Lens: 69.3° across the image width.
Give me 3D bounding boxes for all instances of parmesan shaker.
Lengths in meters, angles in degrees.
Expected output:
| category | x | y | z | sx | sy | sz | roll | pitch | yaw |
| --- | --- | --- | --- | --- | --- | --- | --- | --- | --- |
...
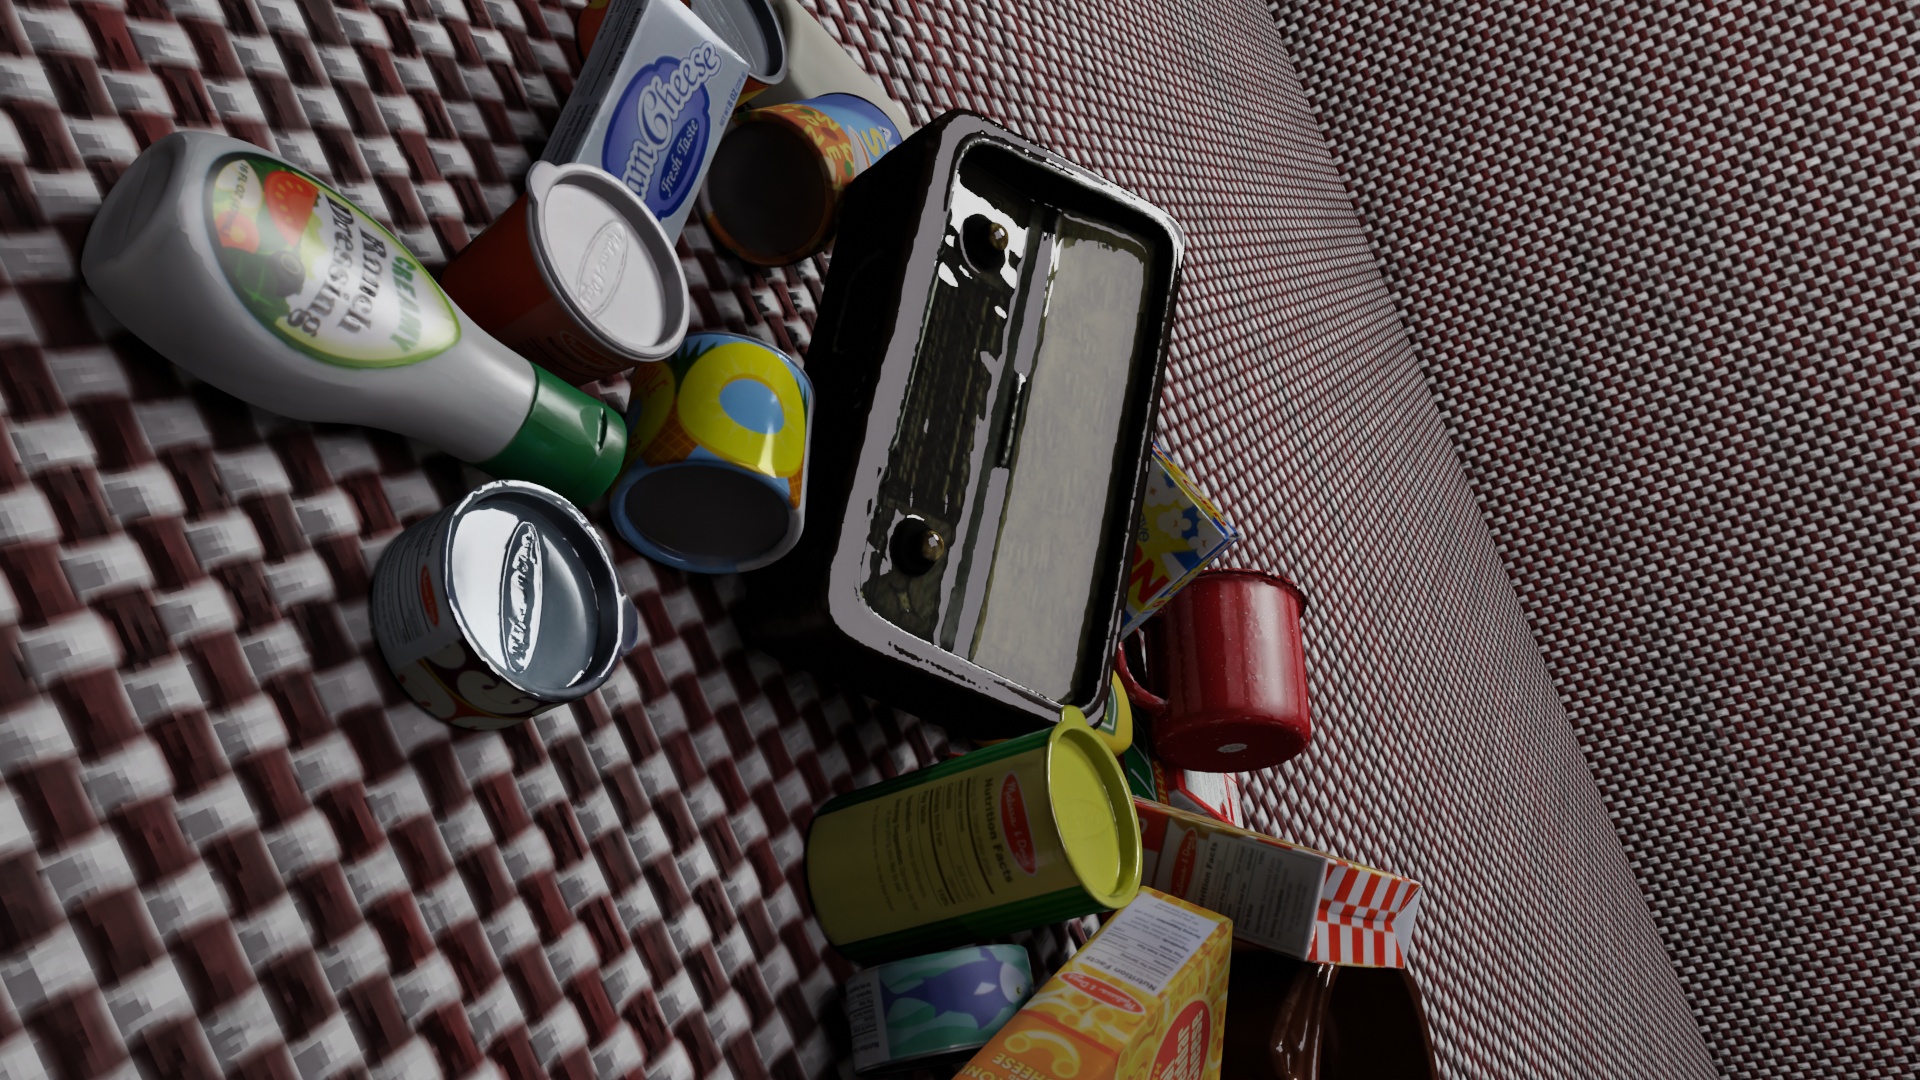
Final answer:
| category | x | y | z | sx | sy | sz | roll | pitch | yaw |
| --- | --- | --- | --- | --- | --- | --- | --- | --- | --- |
| parmesan shaker | 0.004 | 0.108 | 0.501 | 0.071 | 0.103 | 0.071 | 42 | 37 | -42 |

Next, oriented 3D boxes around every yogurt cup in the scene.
| category | x | y | z | sx | sy | sz | roll | pitch | yaw |
| --- | --- | --- | --- | --- | --- | --- | --- | --- | --- |
| yogurt cup | -0.130 | -0.080 | 0.452 | 0.072 | 0.054 | 0.073 | 42 | 36 | -41 |

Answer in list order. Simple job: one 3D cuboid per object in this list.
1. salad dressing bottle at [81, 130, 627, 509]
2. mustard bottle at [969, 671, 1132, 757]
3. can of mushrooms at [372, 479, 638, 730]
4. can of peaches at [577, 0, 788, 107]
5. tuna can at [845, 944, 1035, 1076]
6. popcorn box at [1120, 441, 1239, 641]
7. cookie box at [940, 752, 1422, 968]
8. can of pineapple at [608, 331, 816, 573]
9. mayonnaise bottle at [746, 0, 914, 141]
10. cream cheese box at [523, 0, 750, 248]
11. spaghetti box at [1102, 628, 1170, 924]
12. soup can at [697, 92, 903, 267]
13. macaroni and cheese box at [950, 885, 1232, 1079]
| category | x | y | z | sx | sy | sz | roll | pitch | yaw |
| --- | --- | --- | --- | --- | --- | --- | --- | --- | --- |
| salad dressing bottle | -0.159 | -0.053 | 0.389 | 0.147 | 0.044 | 0.064 | 34 | 43 | -48 |
| mustard bottle | 0.024 | 0.067 | 0.628 | 0.160 | 0.048 | 0.065 | 25 | 42 | -54 |
| can of mushrooms | -0.130 | 0.020 | 0.400 | 0.071 | 0.033 | 0.071 | 42 | 35 | -40 |
| can of peaches | -0.115 | -0.205 | 0.572 | 0.071 | 0.058 | 0.071 | 42 | 36 | -42 |
| tuna can | -0.003 | 0.163 | 0.481 | 0.071 | 0.071 | 0.033 | 25 | 48 | -54 |
| popcorn box | 0.061 | -0.021 | 0.682 | 0.127 | 0.085 | 0.038 | 50 | 15 | 11 |
| cookie box | 0.088 | 0.130 | 0.573 | 0.123 | 0.167 | 0.040 | 26 | 77 | -53 |
| can of pineapple | -0.087 | -0.030 | 0.482 | 0.071 | 0.071 | 0.058 | 42 | 37 | -41 |
| mayonnaise bottle | -0.053 | -0.207 | 0.710 | 0.148 | 0.041 | 0.065 | 35 | 41 | -49 |
| cream cheese box | -0.119 | -0.145 | 0.508 | 0.053 | 0.024 | 0.104 | 34 | 70 | -47 |
| spaghetti box | 0.086 | 0.130 | 0.717 | 0.050 | 0.028 | 0.251 | 32 | 43 | -50 |
| soup can | -0.066 | -0.159 | 0.615 | 0.071 | 0.071 | 0.084 | 62 | 27 | -11 |
| macaroni and cheese box | 0.033 | 0.208 | 0.450 | 0.167 | 0.040 | 0.123 | -27 | 123 | -50 |
